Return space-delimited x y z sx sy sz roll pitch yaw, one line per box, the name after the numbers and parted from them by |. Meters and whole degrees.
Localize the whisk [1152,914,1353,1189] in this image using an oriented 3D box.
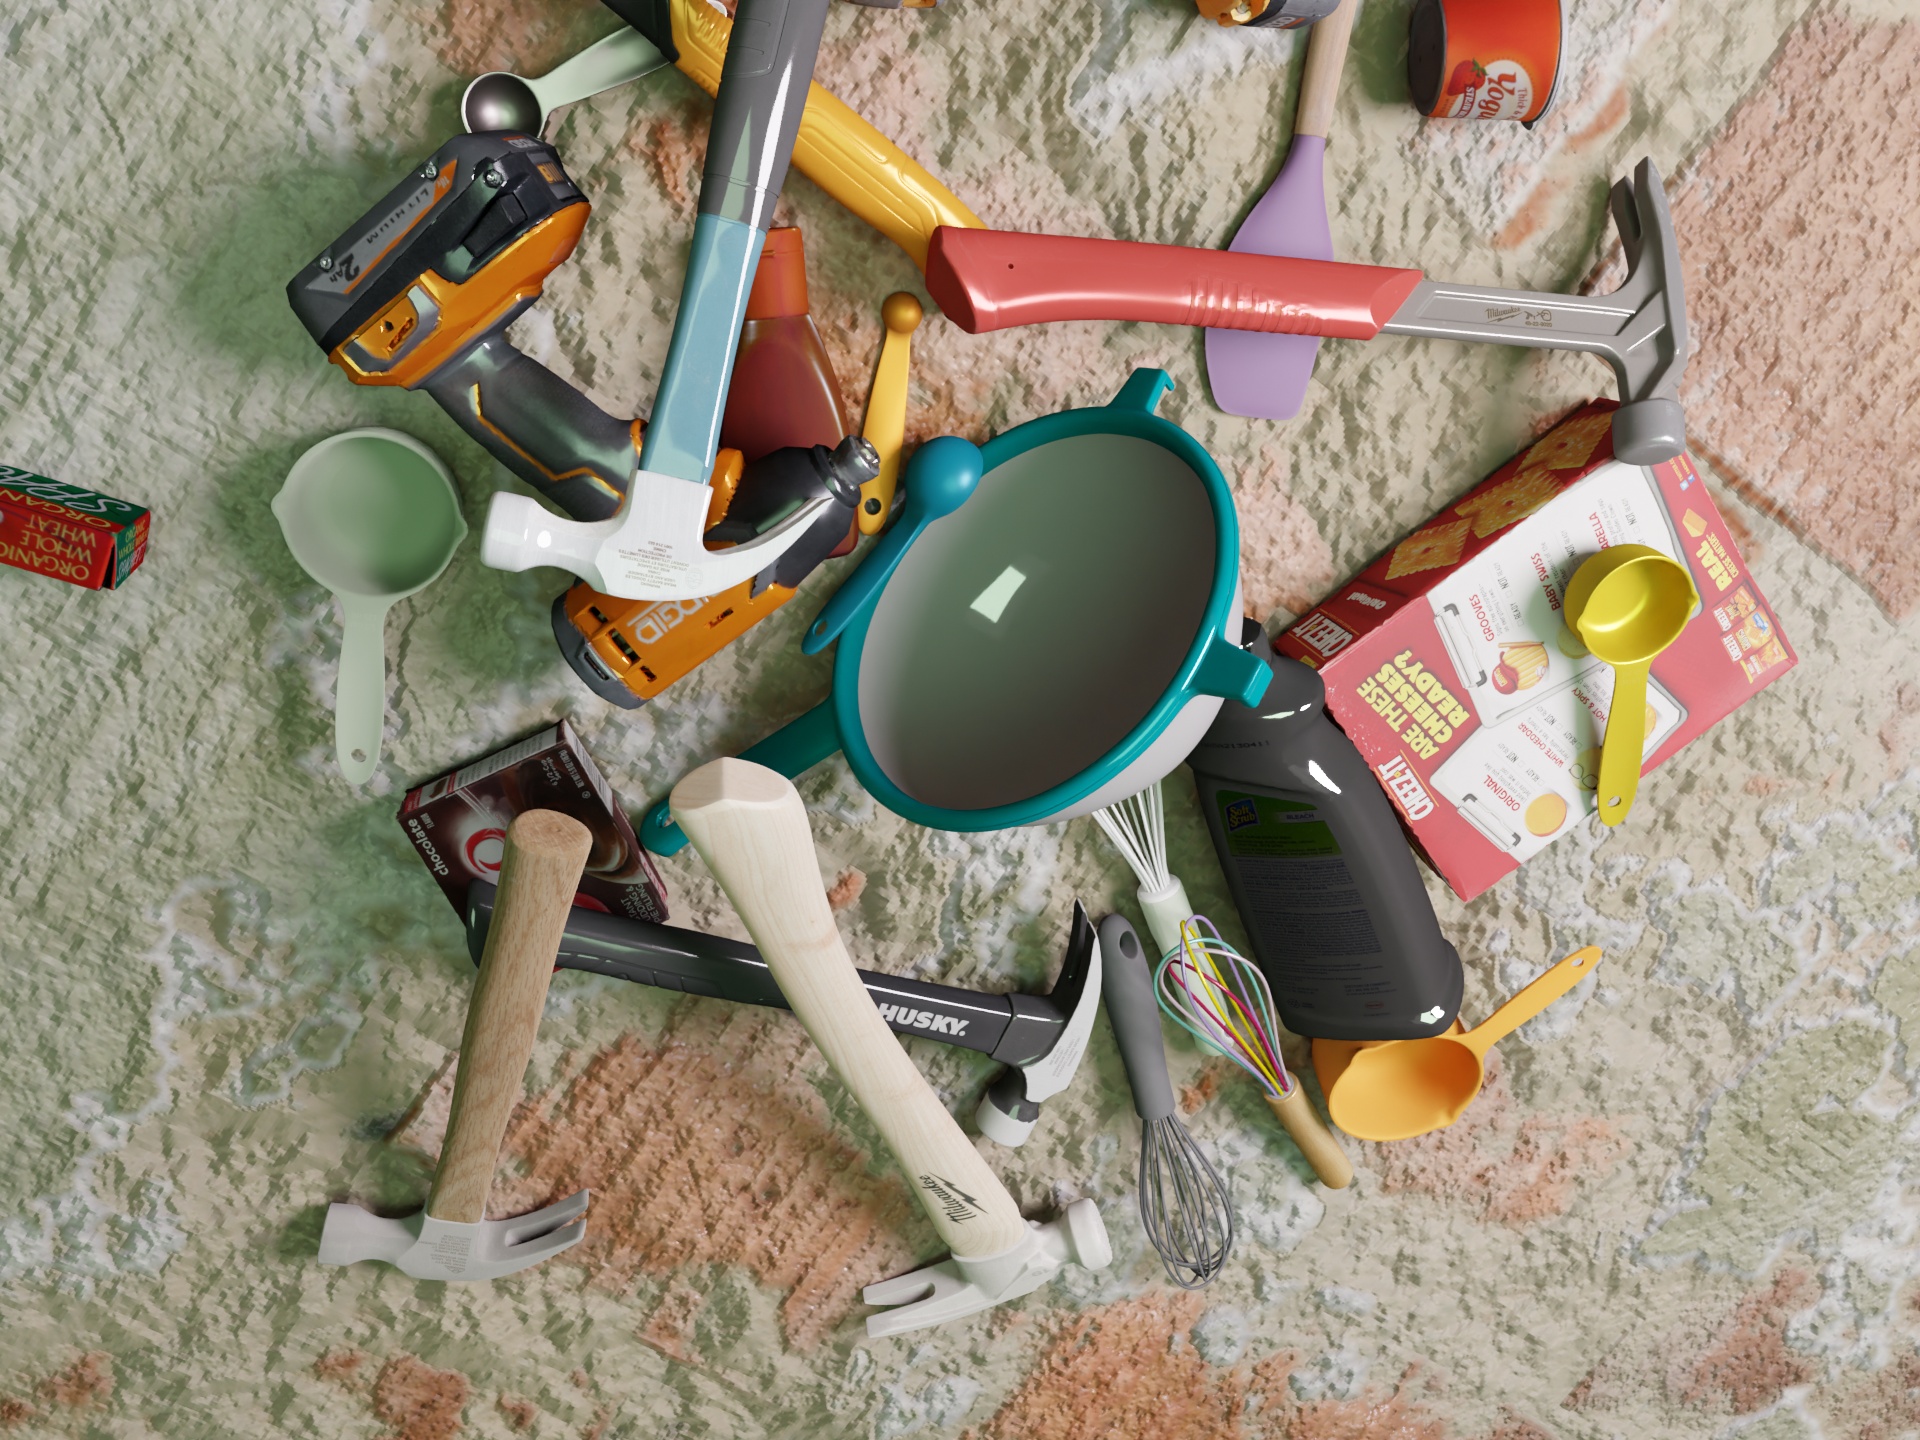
0.167 0.192 0.873 0.051 0.047 0.244 -43 126 -11 | whisk

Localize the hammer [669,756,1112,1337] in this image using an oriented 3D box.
-0.049 0.178 0.790 0.146 0.038 0.410 -21 128 5 | hammer

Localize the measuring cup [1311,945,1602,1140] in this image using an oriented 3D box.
0.272 0.162 0.881 0.173 0.052 0.095 -42 122 19 | measuring cup

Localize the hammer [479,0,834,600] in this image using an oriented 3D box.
-0.087 -0.207 0.618 0.128 0.033 0.331 13 95 -18 | hammer

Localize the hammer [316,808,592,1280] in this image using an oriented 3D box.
-0.224 0.170 0.764 0.130 0.031 0.331 12 127 -16 | hammer

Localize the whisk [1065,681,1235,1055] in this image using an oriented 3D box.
0.102 0.083 0.848 0.059 0.058 0.246 -8 118 29 | whisk

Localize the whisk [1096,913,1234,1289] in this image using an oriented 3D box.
0.112 0.215 0.893 0.055 0.055 0.238 -16 107 -5 | whisk

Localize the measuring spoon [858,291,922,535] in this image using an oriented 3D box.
-0.035 -0.144 0.756 0.021 0.011 0.117 6 108 -13 | measuring spoon

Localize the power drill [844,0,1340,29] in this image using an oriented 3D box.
0.052 -0.386 0.656 0.226 0.084 0.185 3 106 -7 | power drill

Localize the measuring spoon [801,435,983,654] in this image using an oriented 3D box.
-0.039 -0.085 0.753 0.128 0.042 0.021 -51 134 3 | measuring spoon

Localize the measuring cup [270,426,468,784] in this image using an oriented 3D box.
-0.271 -0.053 0.732 0.083 0.038 0.167 6 110 -13 | measuring cup

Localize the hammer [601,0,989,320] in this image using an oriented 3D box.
-0.097 -0.285 0.663 0.336 0.034 0.127 34 116 -26 | hammer

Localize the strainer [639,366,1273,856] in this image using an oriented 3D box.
-0.001 -0.002 0.756 0.340 0.211 0.095 -30 139 24 | strainer

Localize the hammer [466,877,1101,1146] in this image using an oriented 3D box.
-0.082 0.128 0.802 0.334 0.035 0.146 16 114 -22 | hammer

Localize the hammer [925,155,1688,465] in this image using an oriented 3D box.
0.163 -0.201 0.723 0.359 0.036 0.149 2 77 -12 | hammer

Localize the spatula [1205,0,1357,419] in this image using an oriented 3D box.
0.165 -0.298 0.737 0.059 0.018 0.315 6 109 -11 | spatula

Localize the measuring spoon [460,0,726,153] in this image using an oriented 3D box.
-0.157 -0.281 0.688 0.124 0.018 0.034 -29 114 -7 | measuring spoon

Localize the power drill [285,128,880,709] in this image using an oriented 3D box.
-0.151 -0.134 0.678 0.164 0.084 0.226 -33 106 16 | power drill

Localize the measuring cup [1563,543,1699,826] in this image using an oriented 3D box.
0.324 -0.016 0.789 0.062 0.029 0.156 -12 122 -5 | measuring cup
